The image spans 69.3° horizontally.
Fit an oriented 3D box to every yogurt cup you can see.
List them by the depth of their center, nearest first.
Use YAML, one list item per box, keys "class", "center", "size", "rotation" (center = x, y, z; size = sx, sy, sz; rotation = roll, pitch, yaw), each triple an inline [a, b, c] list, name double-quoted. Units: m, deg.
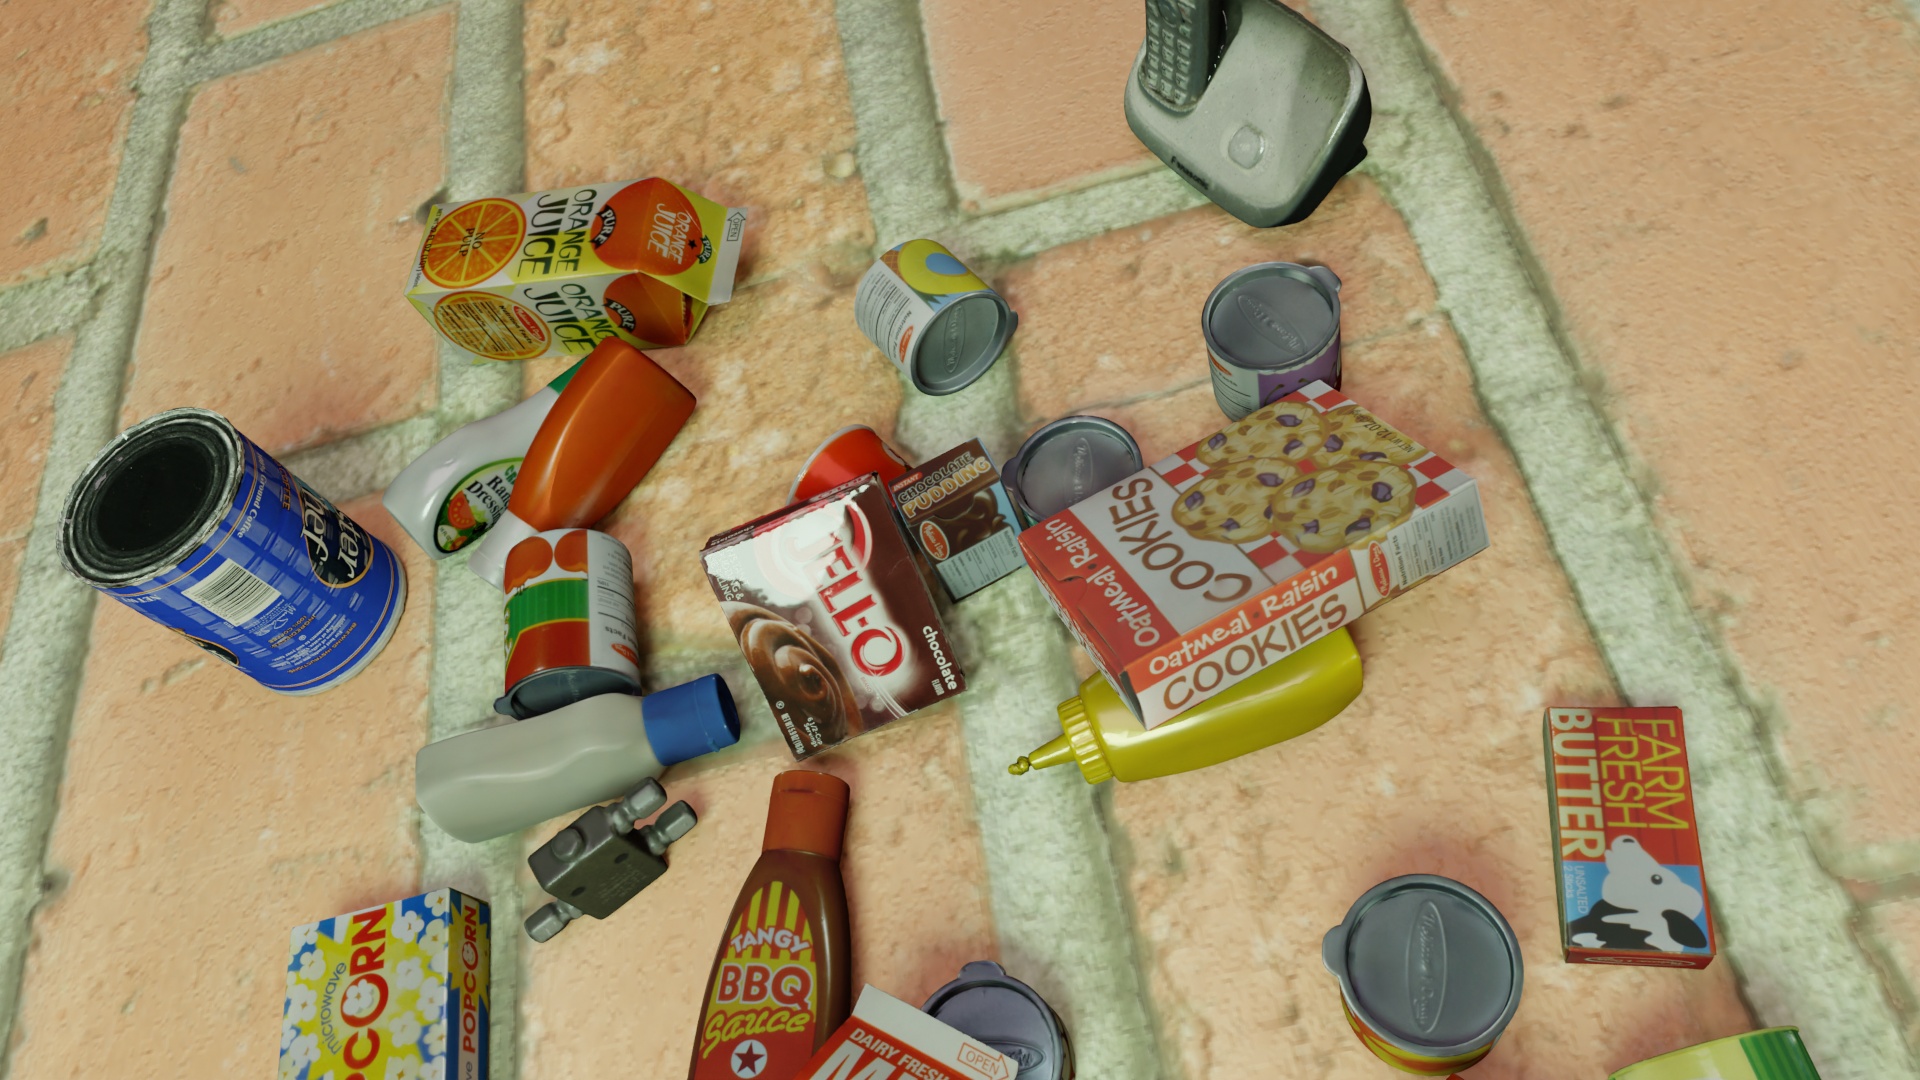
- class: "yogurt cup"
  center: [-0.047, -0.017, 0.705]
  size: [0.054, 0.072, 0.072]
  rotation: [35, 75, 21]

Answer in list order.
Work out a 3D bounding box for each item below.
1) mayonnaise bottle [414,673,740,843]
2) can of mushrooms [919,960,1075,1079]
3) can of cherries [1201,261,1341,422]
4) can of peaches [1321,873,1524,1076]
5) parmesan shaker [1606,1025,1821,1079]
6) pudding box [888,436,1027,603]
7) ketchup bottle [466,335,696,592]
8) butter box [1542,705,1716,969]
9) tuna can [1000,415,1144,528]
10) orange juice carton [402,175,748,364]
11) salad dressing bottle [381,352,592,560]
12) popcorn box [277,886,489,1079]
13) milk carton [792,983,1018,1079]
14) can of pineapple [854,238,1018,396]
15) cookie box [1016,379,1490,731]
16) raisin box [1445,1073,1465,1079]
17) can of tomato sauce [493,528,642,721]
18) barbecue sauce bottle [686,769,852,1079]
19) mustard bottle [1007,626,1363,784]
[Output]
- class: "mayonnaise bottle"
  center: [-0.183, 0.104, 0.676]
  size: [0.148, 0.064, 0.041]
  rotation: [-18, 54, 1]
- class: "can of mushrooms"
  center: [0.013, 0.213, 0.573]
  size: [0.071, 0.033, 0.071]
  rotation: [-7, 60, 13]
- class: "can of cherries"
  center: [0.159, -0.096, 0.693]
  size: [0.071, 0.058, 0.072]
  rotation: [-7, 59, 13]
- class: "can of peaches"
  center: [0.177, 0.168, 0.537]
  size: [0.071, 0.058, 0.071]
  rotation: [-7, 60, 13]
- class: "parmesan shaker"
  center: [0.274, 0.228, 0.473]
  size: [0.071, 0.071, 0.103]
  rotation: [-17, 59, 6]
- class: "pudding box"
  center: [0.002, -0.008, 0.672]
  size: [0.050, 0.083, 0.030]
  rotation: [-28, 57, 0]
- class: "ketchup bottle"
  center: [-0.212, -0.037, 0.765]
  size: [0.043, 0.064, 0.149]
  rotation: [27, 79, 45]
- class: "butter box"
  center: [0.267, 0.117, 0.560]
  size: [0.053, 0.024, 0.104]
  rotation: [-1, 61, 16]
- class: "tuna can"
  center: [0.058, -0.027, 0.696]
  size: [0.071, 0.032, 0.071]
  rotation: [-7, 60, 12]
- class: "orange juice carton"
  center: [-0.221, -0.161, 0.829]
  size: [0.193, 0.072, 0.072]
  rotation: [-3, 61, 14]
- class: "salad dressing bottle"
  center: [-0.252, -0.052, 0.786]
  size: [0.148, 0.064, 0.044]
  rotation: [-42, 66, -18]
- class: "popcorn box"
  center: [-0.264, 0.233, 0.637]
  size: [0.085, 0.038, 0.127]
  rotation: [-16, 58, 7]
- class: "milk carton"
  center: [-0.044, 0.268, 0.511]
  size: [0.072, 0.073, 0.191]
  rotation: [19, 81, 25]
- class: "can of pineapple"
  center: [-0.014, -0.121, 0.753]
  size: [0.071, 0.070, 0.058]
  rotation: [-38, 58, -7]
- class: "cookie box"
  center: [0.123, 0.000, 0.614]
  size: [0.168, 0.040, 0.123]
  rotation: [-27, 32, -5]
- class: "raisin box"
  center: [0.176, 0.261, 0.469]
  size: [0.086, 0.040, 0.123]
  rotation: [27, 96, 27]
- class: "can of tomato sauce"
  center: [-0.201, 0.046, 0.710]
  size: [0.071, 0.071, 0.083]
  rotation: [-17, 57, 6]
- class: "barbecue sauce bottle"
  center: [-0.077, 0.178, 0.612]
  size: [0.065, 0.043, 0.149]
  rotation: [-2, 60, 16]
- class: "mustard bottle"
  center: [0.095, 0.072, 0.620]
  size: [0.160, 0.048, 0.065]
  rotation: [-22, 49, 4]
